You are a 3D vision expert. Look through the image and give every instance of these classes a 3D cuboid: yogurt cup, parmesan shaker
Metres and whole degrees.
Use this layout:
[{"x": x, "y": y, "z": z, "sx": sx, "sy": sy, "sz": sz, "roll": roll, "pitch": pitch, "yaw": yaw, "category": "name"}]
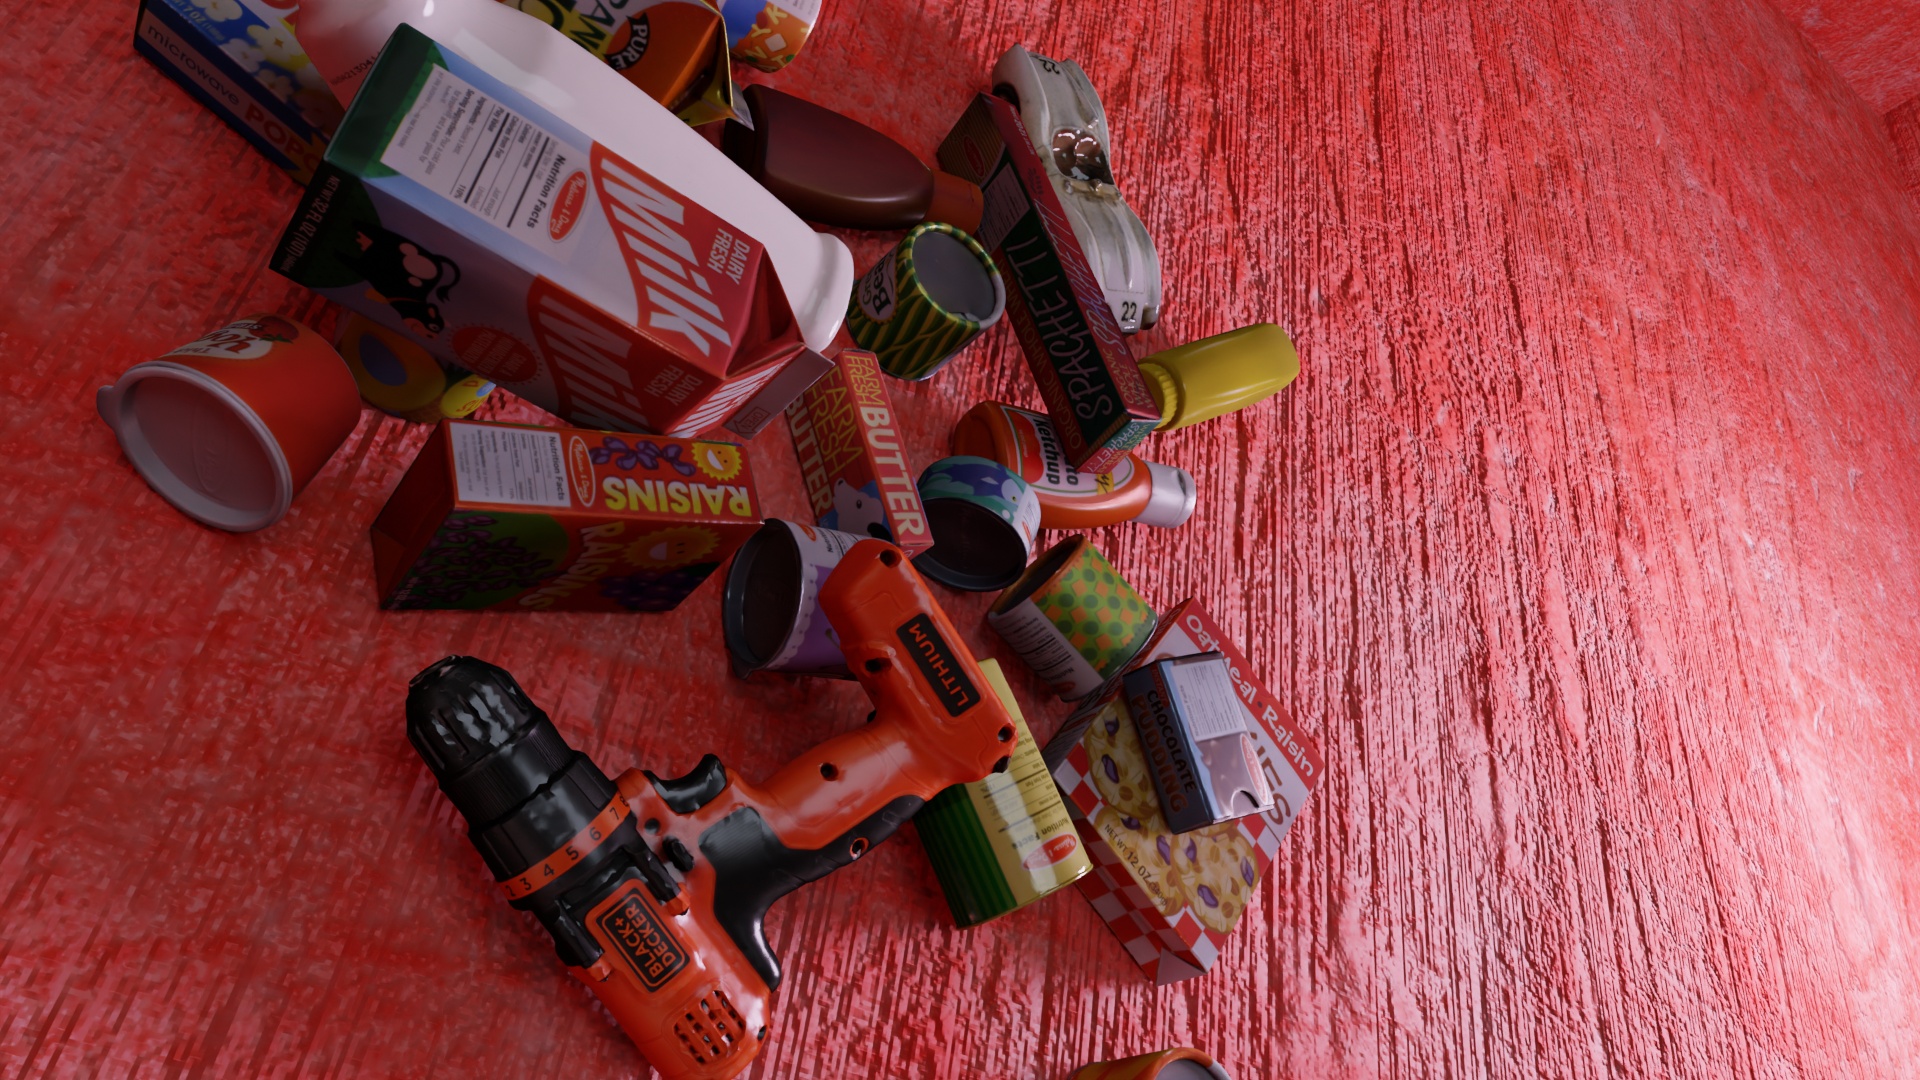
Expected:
[{"x": -0.253, "y": -0.045, "z": 0.493, "sx": 0.072, "sy": 0.072, "sz": 0.054, "roll": 43, "pitch": 38, "yaw": -14, "category": "yogurt cup"}, {"x": 0.009, "y": 0.112, "z": 0.623, "sx": 0.071, "sy": 0.071, "sz": 0.103, "roll": -15, "pitch": 76, "yaw": -44, "category": "parmesan shaker"}]

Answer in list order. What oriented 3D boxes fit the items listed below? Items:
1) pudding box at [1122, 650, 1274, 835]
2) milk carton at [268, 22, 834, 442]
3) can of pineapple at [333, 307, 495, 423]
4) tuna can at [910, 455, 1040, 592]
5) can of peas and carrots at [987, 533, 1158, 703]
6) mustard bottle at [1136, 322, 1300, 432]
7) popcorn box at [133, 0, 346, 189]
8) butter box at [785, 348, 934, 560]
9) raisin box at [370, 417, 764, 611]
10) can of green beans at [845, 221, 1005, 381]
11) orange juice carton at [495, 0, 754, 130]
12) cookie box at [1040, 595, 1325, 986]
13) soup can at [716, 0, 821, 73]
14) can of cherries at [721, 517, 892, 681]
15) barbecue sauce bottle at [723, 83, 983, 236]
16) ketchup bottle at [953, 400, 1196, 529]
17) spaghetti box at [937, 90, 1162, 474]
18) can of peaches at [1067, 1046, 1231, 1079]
[{"x": 0.117, "y": 0.100, "z": 0.688, "sx": 0.050, "sy": 0.030, "sz": 0.084, "roll": -3, "pitch": 69, "yaw": -41, "category": "pudding box"}, {"x": -0.144, "y": -0.097, "z": 0.524, "sx": 0.190, "sy": 0.072, "sz": 0.074, "roll": 28, "pitch": 52, "yaw": -26, "category": "milk carton"}, {"x": -0.208, "y": -0.087, "z": 0.557, "sx": 0.071, "sy": 0.057, "sz": 0.071, "roll": 20, "pitch": 55, "yaw": -31, "category": "can of pineapple"}, {"x": 0.002, "y": -0.009, "z": 0.687, "sx": 0.071, "sy": 0.070, "sz": 0.033, "roll": 38, "pitch": 47, "yaw": -18, "category": "tuna can"}, {"x": 0.058, "y": 0.037, "z": 0.705, "sx": 0.058, "sy": 0.070, "sz": 0.071, "roll": 47, "pitch": 45, "yaw": -9, "category": "can of peas and carrots"}, {"x": 0.143, "y": -0.097, "z": 0.857, "sx": 0.161, "sy": 0.065, "sz": 0.049, "roll": -19, "pitch": 84, "yaw": -41, "category": "mustard bottle"}, {"x": -0.262, "y": -0.193, "z": 0.586, "sx": 0.126, "sy": 0.038, "sz": 0.085, "roll": 41, "pitch": 46, "yaw": -15, "category": "popcorn box"}, {"x": -0.050, "y": -0.034, "z": 0.664, "sx": 0.024, "sy": 0.053, "sz": 0.104, "roll": -2, "pitch": 68, "yaw": -43, "category": "butter box"}, {"x": -0.152, "y": -0.006, "z": 0.539, "sx": 0.123, "sy": 0.085, "sz": 0.040, "roll": 3, "pitch": 60, "yaw": -39, "category": "raisin box"}, {"x": -0.019, "y": -0.127, "z": 0.740, "sx": 0.071, "sy": 0.057, "sz": 0.071, "roll": 20, "pitch": 55, "yaw": -31, "category": "can of green beans"}, {"x": -0.179, "y": -0.257, "z": 0.648, "sx": 0.192, "sy": 0.073, "sz": 0.072, "roll": 29, "pitch": 21, "yaw": -30, "category": "orange juice carton"}, {"x": 0.114, "y": 0.124, "z": 0.721, "sx": 0.123, "sy": 0.040, "sz": 0.168, "roll": 52, "pitch": 45, "yaw": -4, "category": "cookie box"}, {"x": -0.127, "y": -0.295, "z": 0.739, "sx": 0.084, "sy": 0.071, "sz": 0.071, "roll": 17, "pitch": 56, "yaw": -38, "category": "soup can"}, {"x": -0.064, "y": 0.029, "z": 0.610, "sx": 0.058, "sy": 0.071, "sz": 0.072, "roll": 11, "pitch": 60, "yaw": -37, "category": "can of cherries"}, {"x": -0.055, "y": -0.198, "z": 0.760, "sx": 0.149, "sy": 0.043, "sz": 0.065, "roll": 8, "pitch": 62, "yaw": -38, "category": "barbecue sauce bottle"}, {"x": 0.067, "y": -0.034, "z": 0.770, "sx": 0.149, "sy": 0.043, "sz": 0.065, "roll": 10, "pitch": 58, "yaw": -37, "category": "ketchup bottle"}, {"x": 0.045, "y": -0.149, "z": 0.778, "sx": 0.029, "sy": 0.050, "sz": 0.251, "roll": 7, "pitch": 51, "yaw": -38, "category": "spaghetti box"}, {"x": 0.082, "y": 0.260, "z": 0.605, "sx": 0.071, "sy": 0.058, "sz": 0.071, "roll": 20, "pitch": 55, "yaw": -32, "category": "can of peaches"}]
